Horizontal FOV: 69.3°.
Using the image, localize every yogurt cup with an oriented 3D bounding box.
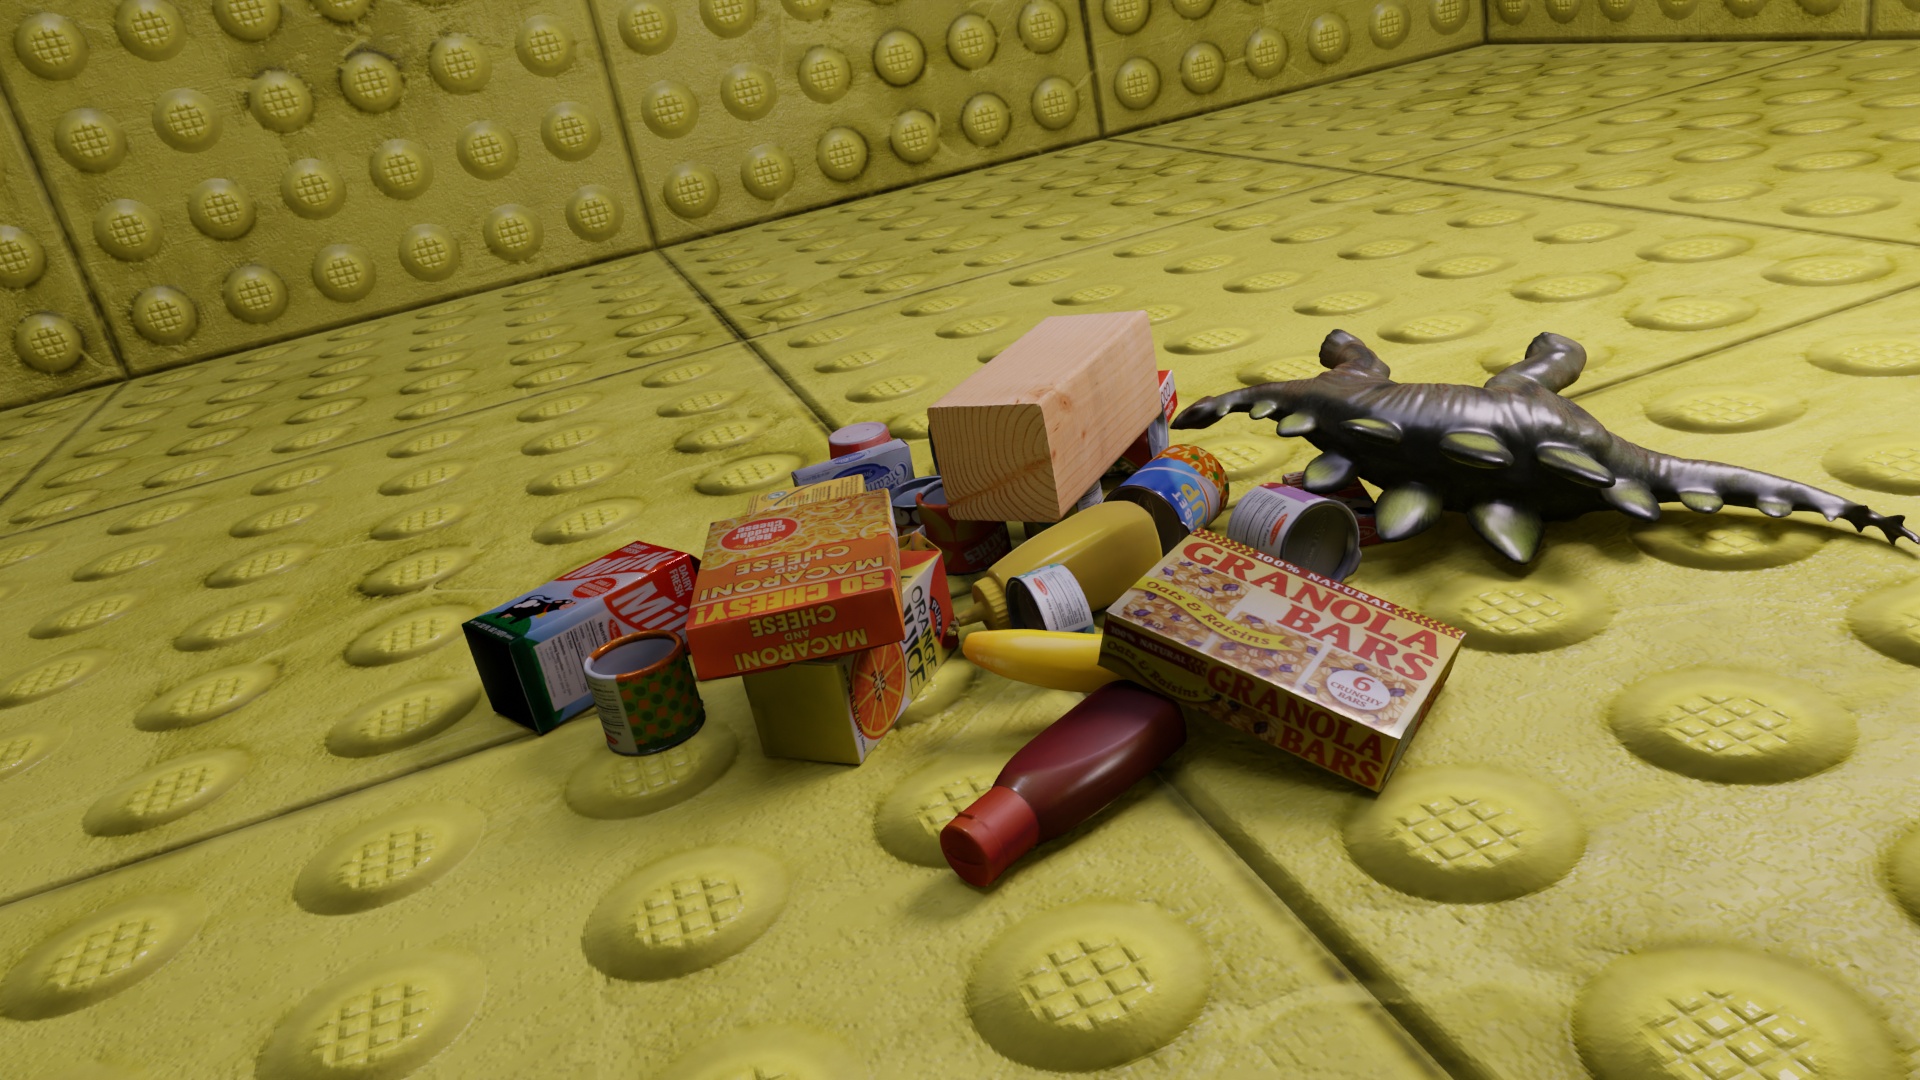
[{"bbox_3d":[-0.088,-0.074,1.263,0.072,0.053,0.073,-10,23,4],"label":"yogurt cup"}]

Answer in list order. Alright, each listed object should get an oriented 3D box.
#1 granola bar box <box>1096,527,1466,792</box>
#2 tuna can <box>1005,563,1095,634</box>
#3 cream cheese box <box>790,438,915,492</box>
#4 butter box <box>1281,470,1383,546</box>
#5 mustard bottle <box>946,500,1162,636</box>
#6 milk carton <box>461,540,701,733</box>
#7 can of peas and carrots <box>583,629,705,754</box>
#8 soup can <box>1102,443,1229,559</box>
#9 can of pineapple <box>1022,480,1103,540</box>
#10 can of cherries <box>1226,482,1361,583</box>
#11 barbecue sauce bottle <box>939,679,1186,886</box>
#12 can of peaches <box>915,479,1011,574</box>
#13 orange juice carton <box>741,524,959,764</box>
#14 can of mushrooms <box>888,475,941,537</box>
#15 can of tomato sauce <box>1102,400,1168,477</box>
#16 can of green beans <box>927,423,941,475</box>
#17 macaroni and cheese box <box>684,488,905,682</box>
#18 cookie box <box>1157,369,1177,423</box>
[{"bbox_3d":[0.177,0.060,0.769,0.166,0.038,0.125,23,35,25],"label":"granola bar box"},{"bbox_3d":[0.057,0.051,0.885,0.033,0.070,0.071,-18,23,-17],"label":"tuna can"},{"bbox_3d":[-0.090,-0.047,1.202,0.104,0.053,0.024,-19,25,-16],"label":"cream cheese box"},{"bbox_3d":[0.269,-0.024,1.008,0.053,0.024,0.104,-9,23,6],"label":"butter box"},{"bbox_3d":[0.059,0.026,0.944,0.161,0.065,0.049,-23,27,-16],"label":"mustard bottle"},{"bbox_3d":[-0.250,0.057,1.007,0.072,0.073,0.191,11,32,45],"label":"milk carton"},{"bbox_3d":[-0.205,0.097,0.909,0.071,0.058,0.071,-10,23,4],"label":"can of peas and carrots"},{"bbox_3d":[0.153,-0.025,1.015,0.071,0.071,0.084,5,27,36],"label":"soup can"},{"bbox_3d":[0.076,-0.035,1.084,0.071,0.057,0.071,-10,22,4],"label":"can of pineapple"},{"bbox_3d":[0.222,0.000,0.926,0.072,0.071,0.058,-21,23,-22],"label":"can of cherries"},{"bbox_3d":[0.053,0.126,0.733,0.149,0.043,0.065,-31,20,-37],"label":"barbecue sauce bottle"},{"bbox_3d":[0.004,-0.013,1.069,0.071,0.057,0.071,-10,22,4],"label":"can of peaches"},{"bbox_3d":[-0.059,0.061,0.905,0.073,0.071,0.194,0,26,26],"label":"orange juice carton"},{"bbox_3d":[-0.030,-0.027,1.150,0.071,0.033,0.071,-10,23,4],"label":"can of mushrooms"},{"bbox_3d":[0.127,-0.085,1.171,0.083,0.071,0.071,-3,24,22],"label":"can of tomato sauce"},{"bbox_3d":[0.009,-0.078,1.209,0.058,0.071,0.071,-15,22,-9],"label":"can of green beans"},{"bbox_3d":[-0.099,0.024,0.865,0.124,0.040,0.167,-11,23,0],"label":"macaroni and cheese box"},{"bbox_3d":[0.106,-0.112,1.279,0.167,0.040,0.123,-3,24,22],"label":"cookie box"}]
